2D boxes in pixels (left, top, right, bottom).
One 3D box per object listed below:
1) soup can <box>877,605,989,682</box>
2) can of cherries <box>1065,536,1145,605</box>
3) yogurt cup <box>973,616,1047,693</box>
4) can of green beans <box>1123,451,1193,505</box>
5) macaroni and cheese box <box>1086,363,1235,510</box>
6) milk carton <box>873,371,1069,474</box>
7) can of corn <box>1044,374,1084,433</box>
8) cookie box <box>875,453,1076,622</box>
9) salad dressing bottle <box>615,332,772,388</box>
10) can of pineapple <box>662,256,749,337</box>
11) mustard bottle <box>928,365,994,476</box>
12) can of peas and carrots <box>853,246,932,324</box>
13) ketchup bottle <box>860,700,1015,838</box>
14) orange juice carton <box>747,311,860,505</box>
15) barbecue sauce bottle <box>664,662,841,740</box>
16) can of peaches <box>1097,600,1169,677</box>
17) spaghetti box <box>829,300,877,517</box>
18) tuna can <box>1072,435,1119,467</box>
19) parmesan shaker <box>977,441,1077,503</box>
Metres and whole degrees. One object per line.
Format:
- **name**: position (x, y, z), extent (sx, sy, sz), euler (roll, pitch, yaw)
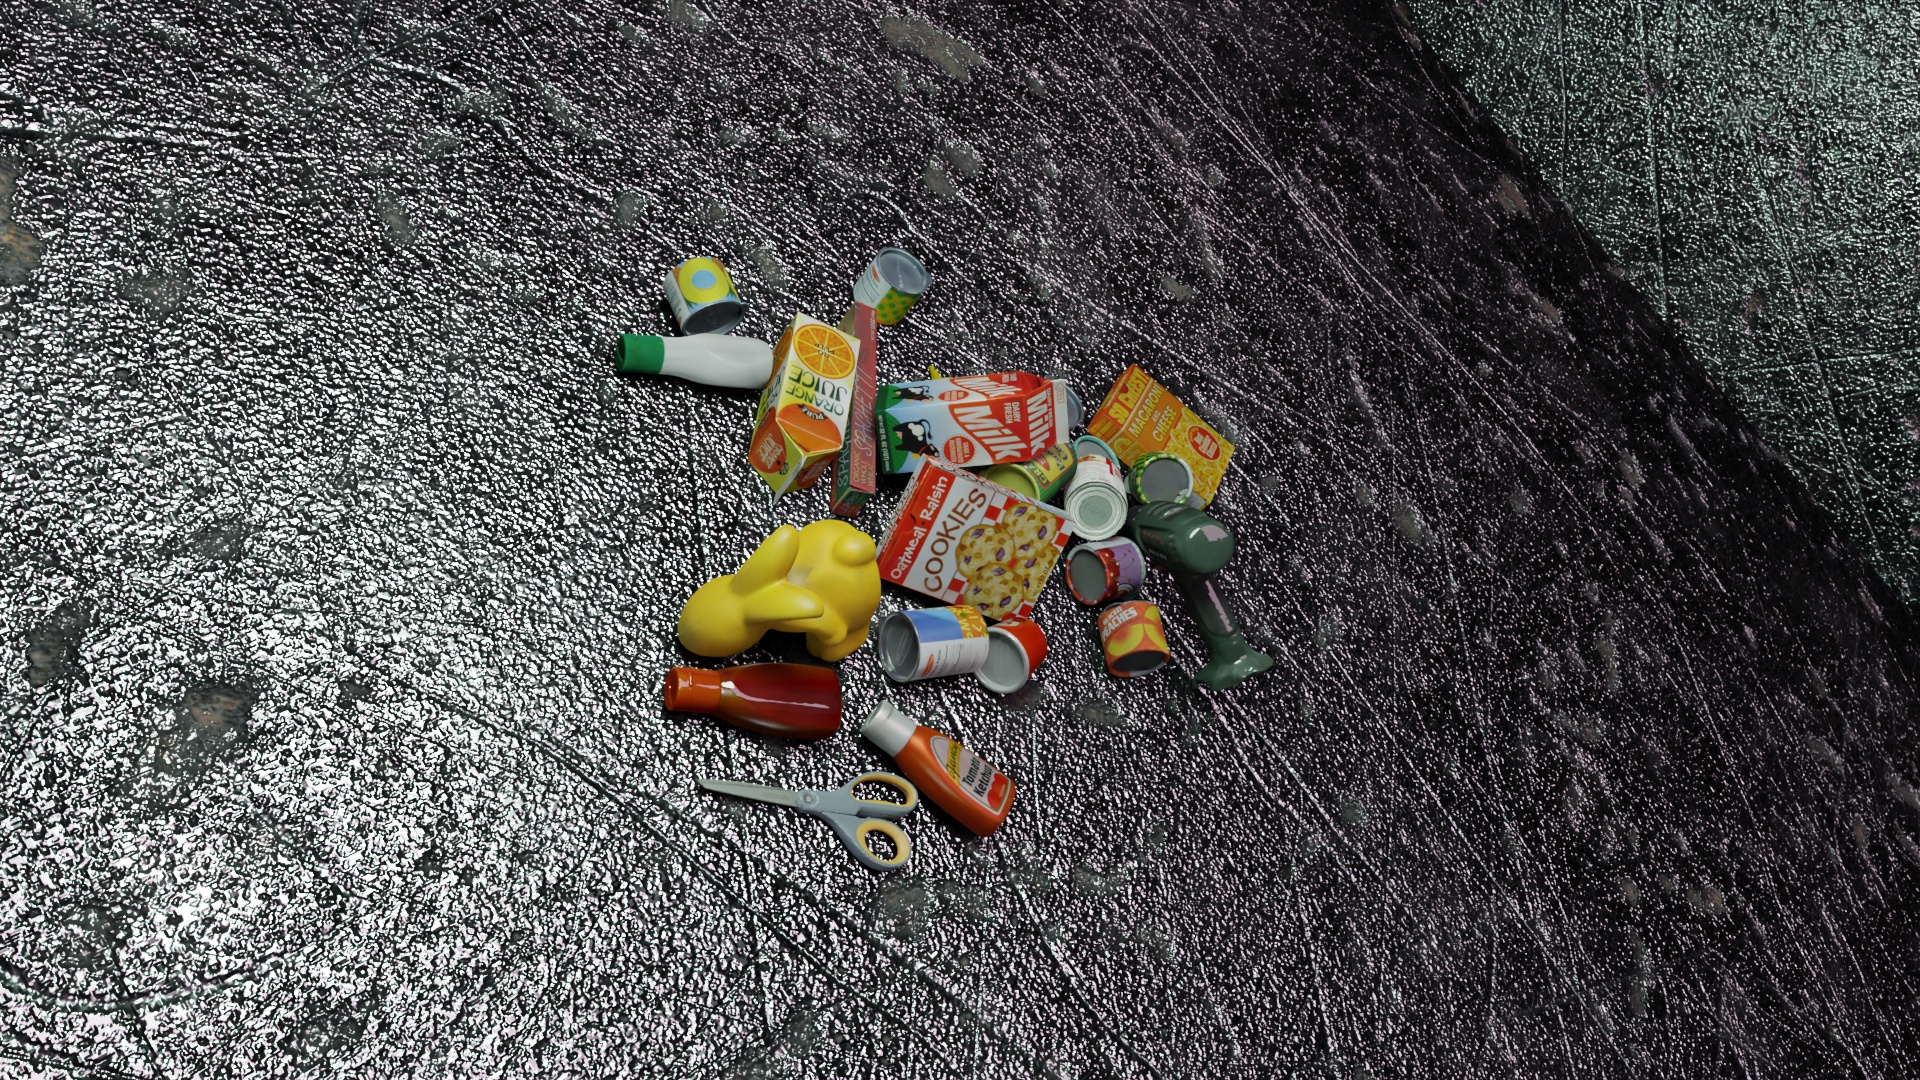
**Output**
- **soup can**: position (-0.026, 0.094, 1.309), extent (0.084, 0.071, 0.071), euler (-4, 62, -38)
- **can of cherries**: position (0.155, 0.035, 1.482), extent (0.058, 0.071, 0.071), euler (-11, 67, -40)
- **yogurt cup**: position (0.049, 0.109, 1.355), extent (0.072, 0.072, 0.054), euler (52, 37, 7)
- **can of green beans**: position (0.229, -0.068, 1.595), extent (0.071, 0.071, 0.058), euler (40, 3, -6)
- **macaroni and cheese box**: position (0.245, -0.122, 1.678), extent (0.166, 0.040, 0.124), euler (39, 44, -6)
- **milk carton**: position (0.013, -0.121, 1.401), extent (0.191, 0.072, 0.074), euler (-5, 27, 3)
- **can of corn**: position (0.096, -0.143, 1.573), extent (0.071, 0.058, 0.071), euler (19, 50, -24)
- **cookie box**: position (0.013, 0.003, 1.363), extent (0.167, 0.122, 0.040), euler (21, 13, -23)
- **salad dressing bottle**: position (-0.259, -0.177, 1.350), extent (0.148, 0.043, 0.064), euler (1, 36, -31)
- **can of pineapple**: position (-0.254, -0.241, 1.384), extent (0.071, 0.070, 0.058), euler (-10, 66, -40)
- **mustard bottle**: position (-0.006, -0.125, 1.492), extent (0.065, 0.048, 0.160), euler (-3, 62, -40)
- **can of peas and carrots**: position (-0.076, -0.283, 1.550), extent (0.071, 0.058, 0.071), euler (19, 50, -25)
- **ketchup bottle**: position (-0.021, 0.202, 1.249), extent (0.149, 0.043, 0.065), euler (37, 33, -7)
- **orange juice carton**: position (-0.156, -0.126, 1.369), extent (0.073, 0.071, 0.194), euler (23, 48, -21)
- **barbecue sauce bottle**: position (-0.176, 0.133, 1.187), extent (0.149, 0.043, 0.065), euler (10, 54, -30)
- **can of peaches**: position (0.179, 0.103, 1.449), extent (0.071, 0.071, 0.058), euler (10, 55, -31)
- **spaghetti box**: position (-0.109, -0.137, 1.426), extent (0.029, 0.050, 0.251), euler (16, 51, -25)
- **tuna can**: position (0.146, -0.087, 1.586), extent (0.071, 0.032, 0.071), euler (19, 50, -25)
- **parmesan shaker**: position (0.071, -0.070, 1.444), extent (0.071, 0.071, 0.103), euler (47, 37, 1)
